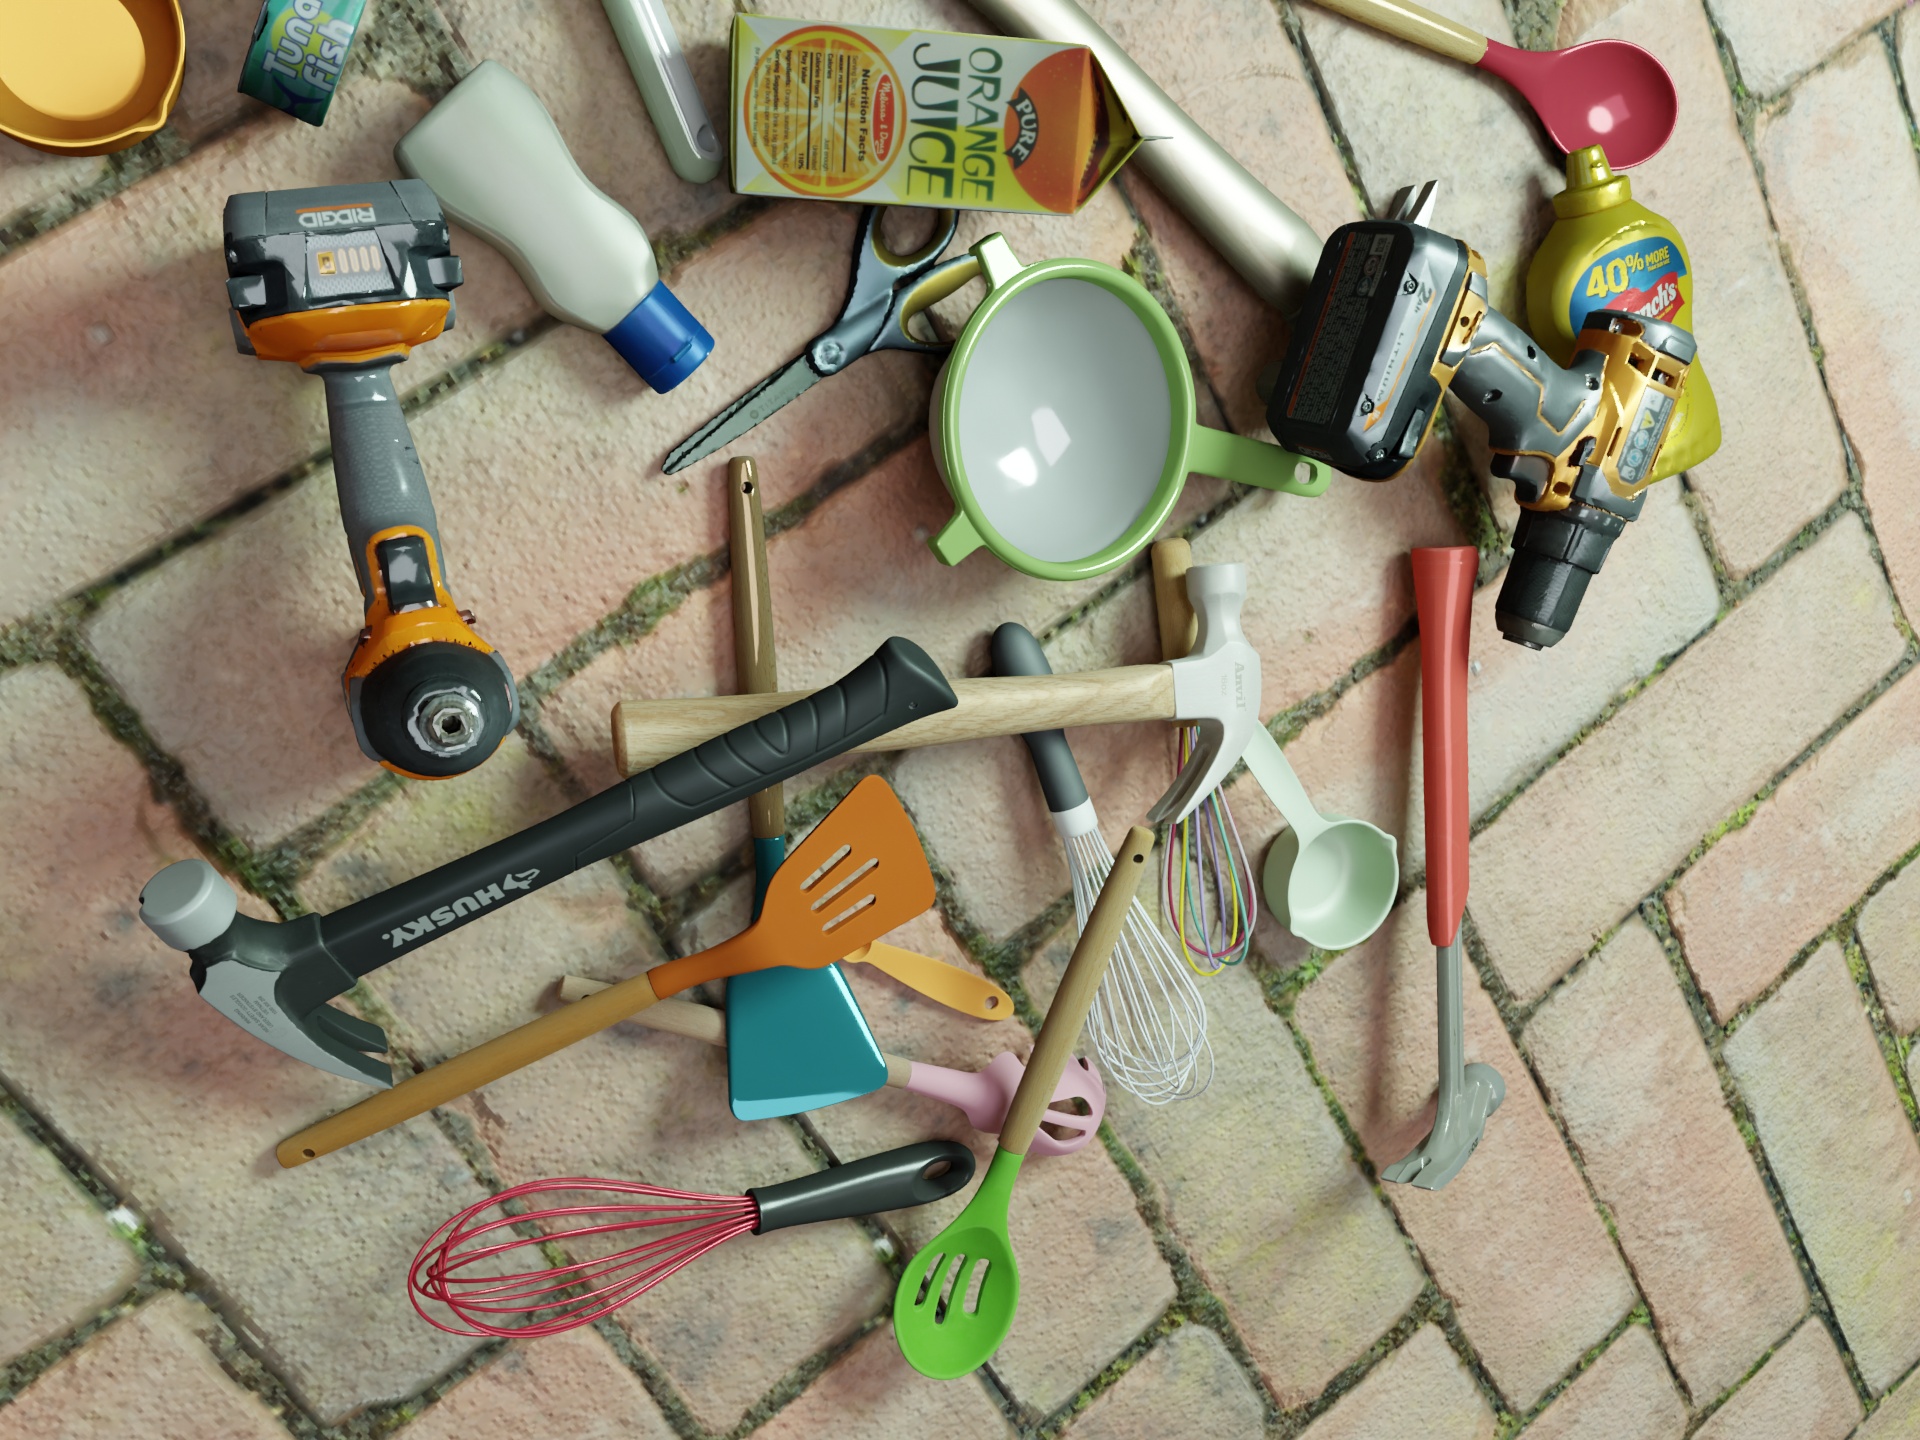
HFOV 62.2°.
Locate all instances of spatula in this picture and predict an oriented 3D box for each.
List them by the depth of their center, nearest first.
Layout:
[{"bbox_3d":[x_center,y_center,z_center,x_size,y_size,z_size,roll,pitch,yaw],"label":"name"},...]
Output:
[{"bbox_3d":[-0.164,0.128,0.735,0.322,0.041,0.081,-25,118,-1],"label":"spatula"},{"bbox_3d":[-0.090,0.032,0.770,0.082,0.044,0.317,-8,102,-23],"label":"spatula"}]

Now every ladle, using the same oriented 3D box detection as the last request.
[{"bbox_3d":[0.258,-0.368,0.855,0.315,0.031,0.069,10,103,-23],"label":"ladle"}]

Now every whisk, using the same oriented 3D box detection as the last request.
[{"bbox_3d":[-0.156,-0.348,0.669,0.058,0.059,0.246,-50,125,-47],"label":"whisk"},{"bbox_3d":[-0.122,0.249,0.793,0.295,0.073,0.073,-4,102,-29],"label":"whisk"},{"bbox_3d":[0.070,0.080,0.846,0.070,0.070,0.284,-25,104,-17],"label":"whisk"},{"bbox_3d":[0.126,0.024,0.864,0.047,0.051,0.245,-11,101,-15],"label":"whisk"}]

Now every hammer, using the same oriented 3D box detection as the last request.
[{"bbox_3d":[-0.156,0.051,0.688,0.335,0.035,0.146,-25,136,-7],"label":"hammer"},{"bbox_3d":[-0.001,-0.002,0.773,0.331,0.031,0.130,-6,92,-21],"label":"hammer"},{"bbox_3d":[0.070,-0.324,0.776,0.410,0.038,0.146,34,84,-25],"label":"hammer"},{"bbox_3d":[0.278,0.080,0.918,0.149,0.037,0.359,-14,104,-55],"label":"hammer"}]

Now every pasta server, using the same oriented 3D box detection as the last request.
[{"bbox_3d":[-0.055,0.175,0.824,0.316,0.040,0.060,19,92,-21],"label":"pasta server"}]

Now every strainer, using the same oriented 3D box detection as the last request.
[{"bbox_3d":[0.080,-0.142,0.806,0.256,0.069,0.151,4,96,-36],"label":"strainer"}]

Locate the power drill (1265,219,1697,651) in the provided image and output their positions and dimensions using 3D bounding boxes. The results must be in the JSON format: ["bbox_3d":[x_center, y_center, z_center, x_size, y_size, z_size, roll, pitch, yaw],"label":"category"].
[{"bbox_3d":[0.272,-0.144,0.832,0.226,0.084,0.185,13,100,-29],"label":"power drill"}]

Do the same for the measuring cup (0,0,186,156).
[{"bbox_3d":[-0.313,-0.290,0.608,0.173,0.052,0.095,-49,114,-10],"label":"measuring cup"}]

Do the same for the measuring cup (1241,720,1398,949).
[{"bbox_3d":[0.185,0.056,0.899,0.083,0.038,0.167,-40,111,-12],"label":"measuring cup"}]

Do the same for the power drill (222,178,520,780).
[{"bbox_3d":[-0.224,-0.087,0.624,0.084,0.164,0.226,-13,103,-21],"label":"power drill"}]

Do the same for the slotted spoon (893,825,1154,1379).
[{"bbox_3d":[0.038,0.199,0.823,0.070,0.031,0.313,17,101,-20],"label":"slotted spoon"}]

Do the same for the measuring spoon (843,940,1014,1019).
[{"bbox_3d":[-0.018,0.134,0.841,0.116,0.011,0.021,28,87,-29],"label":"measuring spoon"}]
